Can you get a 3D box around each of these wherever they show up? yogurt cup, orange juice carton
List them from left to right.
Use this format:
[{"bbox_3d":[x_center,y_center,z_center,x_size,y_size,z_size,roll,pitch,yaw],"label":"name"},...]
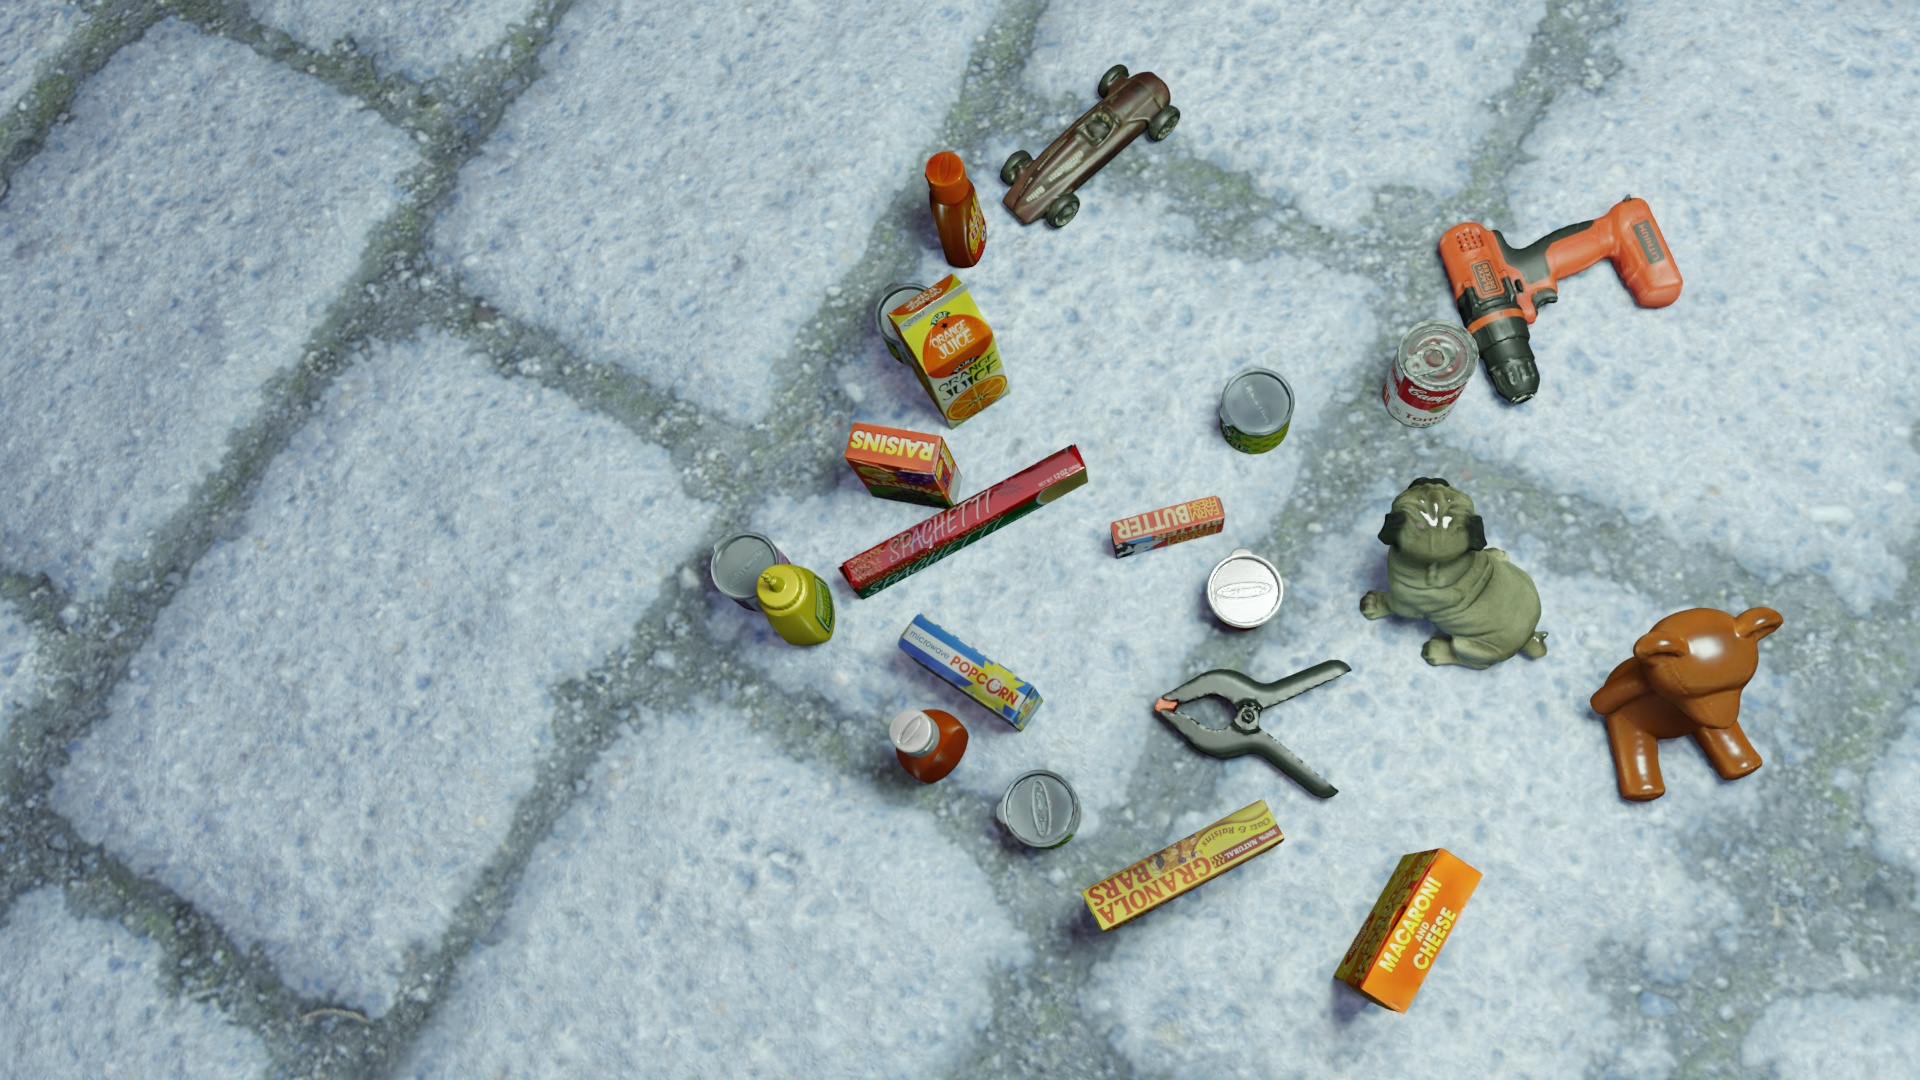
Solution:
[{"bbox_3d":[-0.011,-0.179,1.284,0.072,0.192,0.073,-32,73,-1],"label":"orange juice carton"},{"bbox_3d":[0.255,0.050,1.253,0.072,0.054,0.072,-2,74,8],"label":"yogurt cup"}]

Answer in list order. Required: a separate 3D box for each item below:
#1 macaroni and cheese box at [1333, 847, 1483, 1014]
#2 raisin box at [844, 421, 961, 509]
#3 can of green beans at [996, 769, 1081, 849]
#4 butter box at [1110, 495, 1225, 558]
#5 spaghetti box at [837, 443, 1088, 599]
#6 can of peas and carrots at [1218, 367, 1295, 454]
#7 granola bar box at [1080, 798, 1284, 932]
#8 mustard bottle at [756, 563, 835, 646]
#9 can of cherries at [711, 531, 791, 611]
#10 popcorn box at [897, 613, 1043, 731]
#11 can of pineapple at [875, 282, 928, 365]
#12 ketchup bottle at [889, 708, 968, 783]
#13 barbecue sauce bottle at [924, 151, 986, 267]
[{"bbox_3d":[0.352,0.309,1.107,0.040,0.166,0.124,31,81,15],"label":"macaroni and cheese box"},{"bbox_3d":[-0.052,-0.068,1.294,0.086,0.123,0.040,11,77,11],"label":"raisin box"},{"bbox_3d":[0.073,0.238,1.224,0.071,0.057,0.071,-2,74,8],"label":"can of green beans"},{"bbox_3d":[0.190,-0.012,1.280,0.103,0.053,0.024,-15,73,4],"label":"butter box"},{"bbox_3d":[0.005,-0.016,1.310,0.250,0.050,0.029,-28,73,0],"label":"spaghetti box"},{"bbox_3d":[0.274,-0.119,1.295,0.071,0.058,0.071,-2,74,8],"label":"can of peas and carrots"},{"bbox_3d":[0.186,0.274,1.163,0.165,0.124,0.039,-27,73,0],"label":"granola bar box"},{"bbox_3d":[-0.152,0.054,1.256,0.049,0.160,0.065,-7,74,7],"label":"mustard bottle"},{"bbox_3d":[-0.198,0.028,1.323,0.071,0.058,0.071,-2,74,8],"label":"can of cherries"},{"bbox_3d":[0.009,0.119,1.253,0.127,0.085,0.038,32,82,15],"label":"popcorn box"},{"bbox_3d":[-0.047,-0.213,1.369,0.071,0.057,0.071,-2,74,8],"label":"can of pineapple"},{"bbox_3d":[-0.030,0.175,1.209,0.043,0.148,0.065,36,83,16],"label":"ketchup bottle"},{"bbox_3d":[-0.005,-0.323,1.347,0.044,0.148,0.065,7,76,10],"label":"barbecue sauce bottle"}]
